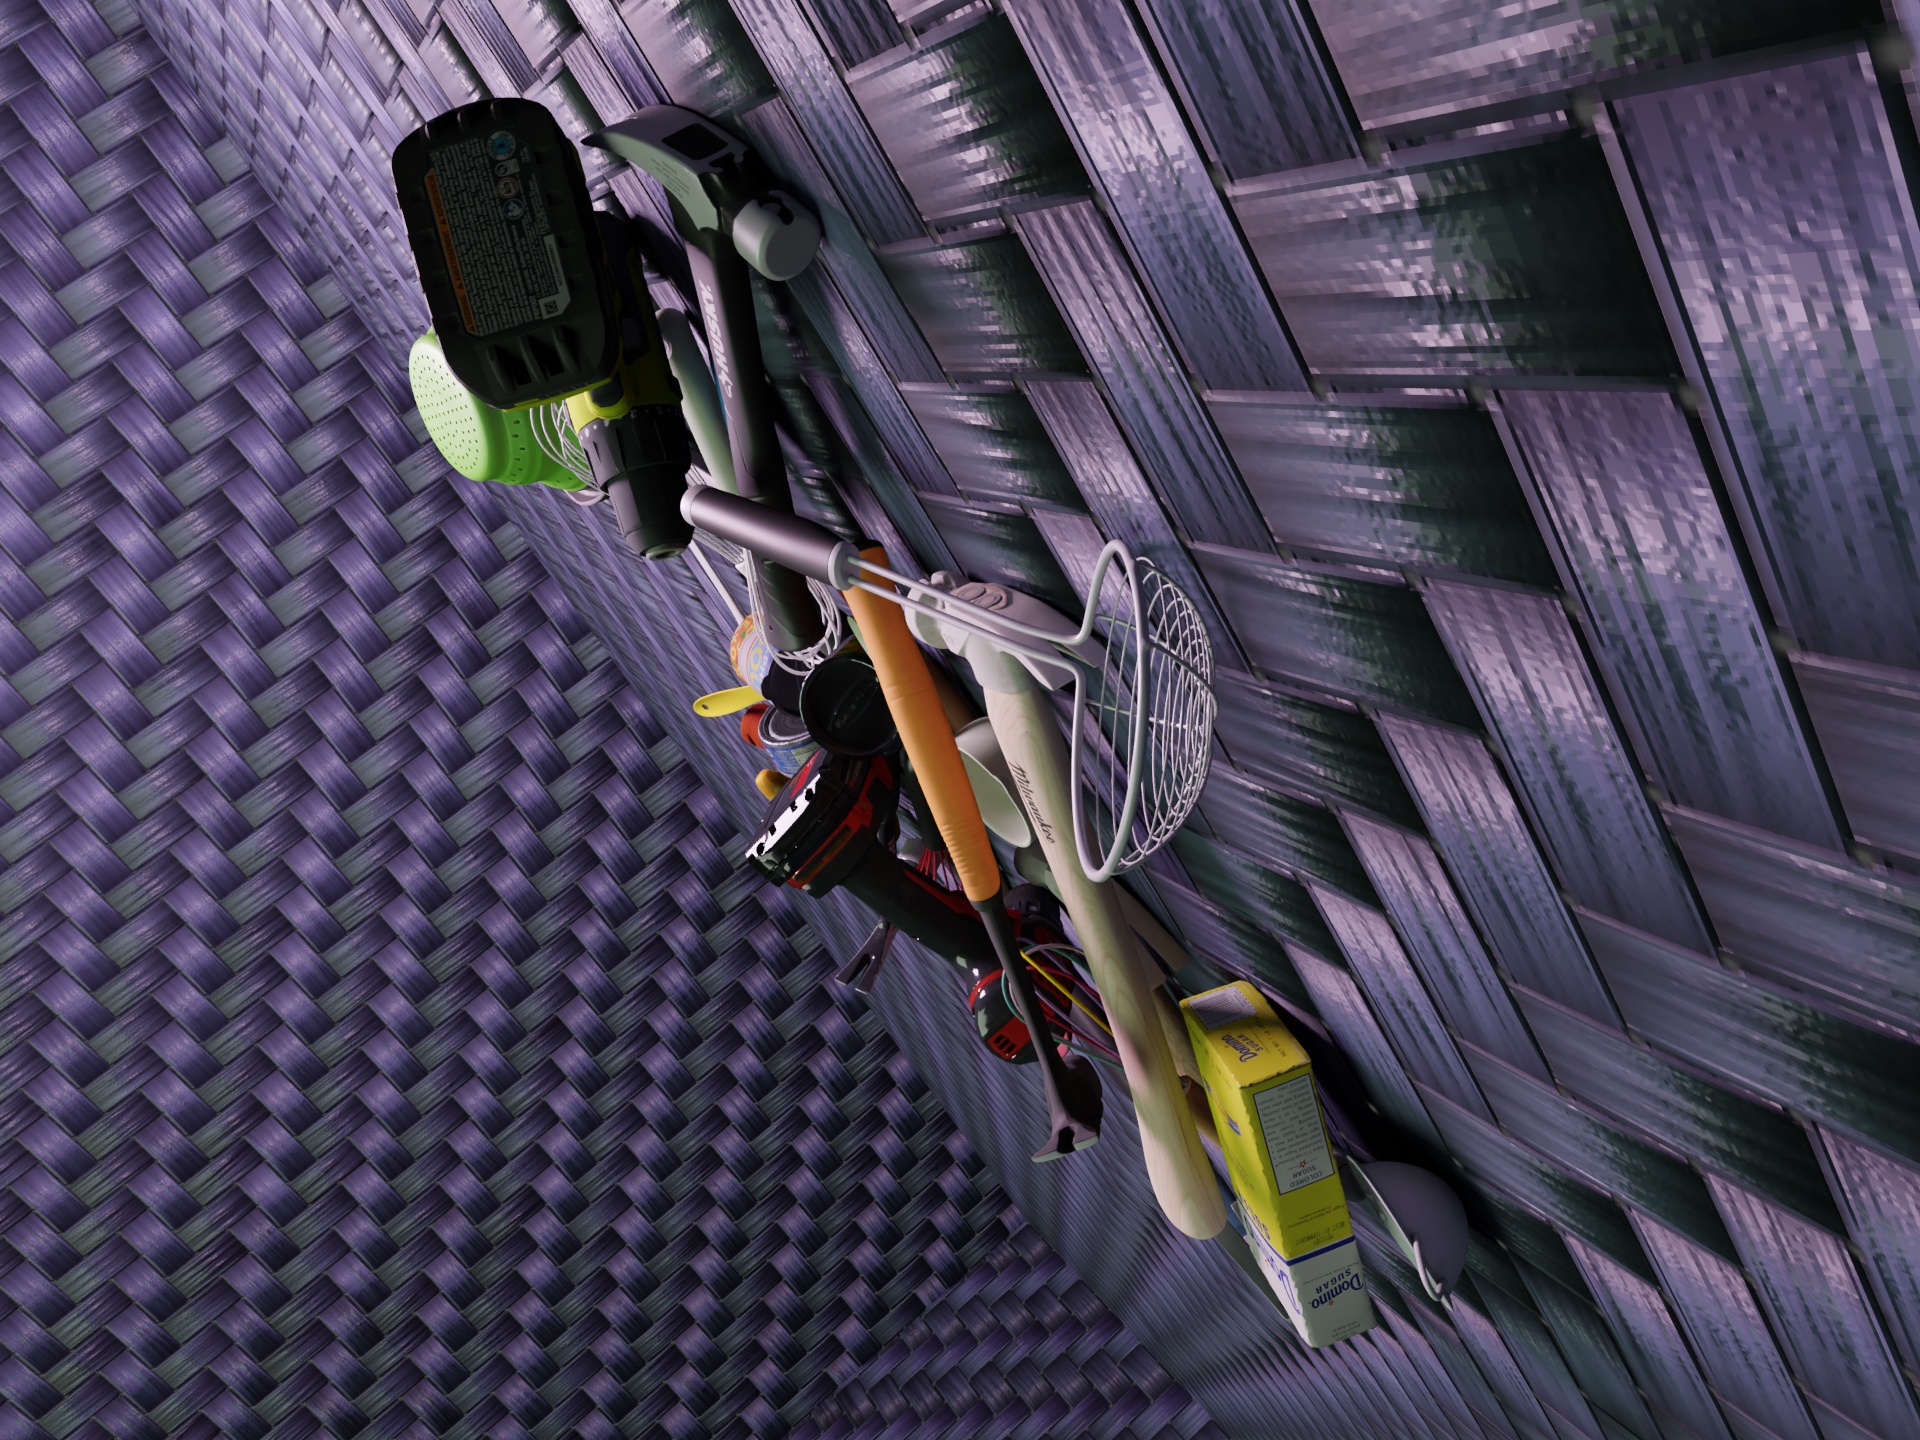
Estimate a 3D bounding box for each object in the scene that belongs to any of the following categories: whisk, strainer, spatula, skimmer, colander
[{"bbox_3d":[-0.016,0.101,1.220,0.073,0.073,0.295,45,160,29],"label":"whisk"},{"bbox_3d":[-0.131,-0.135,0.970,0.058,0.059,0.246,11,131,47],"label":"whisk"},{"bbox_3d":[0.114,0.208,0.941,0.244,0.051,0.047,42,146,-15],"label":"whisk"},{"bbox_3d":[0.216,0.249,0.858,0.087,0.050,0.258,57,173,-4],"label":"strainer"},{"bbox_3d":[-0.054,-0.083,0.925,0.317,0.044,0.082,51,167,-17],"label":"spatula"},{"bbox_3d":[-0.032,-0.047,0.679,0.364,0.090,0.127,26,119,41],"label":"skimmer"},{"bbox_3d":[-0.285,-0.204,1.136,0.397,0.094,0.204,35,141,33],"label":"colander"},{"bbox_3d":[-0.154,-0.124,1.020,0.284,0.070,0.070,42,172,-24],"label":"whisk"}]

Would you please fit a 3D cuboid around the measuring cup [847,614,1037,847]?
[{"bbox_3d":[-0.001,-0.003,0.914,0.167,0.038,0.083,52,162,2],"label":"measuring cup"}]

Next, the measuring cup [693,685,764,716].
[{"bbox_3d":[-0.171,-0.029,1.320,0.156,0.029,0.062,-14,122,46],"label":"measuring cup"}]

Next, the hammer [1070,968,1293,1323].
[{"bbox_3d":[0.133,0.265,1.106,0.331,0.033,0.128,52,178,34],"label":"hammer"}]

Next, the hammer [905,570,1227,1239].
[{"bbox_3d":[0.080,0.119,0.823,0.146,0.038,0.410,31,146,59],"label":"hammer"}]

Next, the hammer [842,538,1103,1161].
[{"bbox_3d":[0.001,0.063,0.837,0.127,0.034,0.337,0,-112,-84],"label":"hammer"}]

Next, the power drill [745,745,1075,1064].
[{"bbox_3d":[-0.017,0.106,1.030,0.226,0.080,0.188,40,-163,-9],"label":"power drill"}]

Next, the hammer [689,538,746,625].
[{"bbox_3d":[-0.183,-0.082,1.343,0.144,0.035,0.405,33,158,54],"label":"hammer"}]

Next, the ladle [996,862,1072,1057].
[{"bbox_3d":[0.048,0.185,1.295,0.069,0.031,0.315,39,160,37],"label":"ladle"}]

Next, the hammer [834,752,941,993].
[{"bbox_3d":[-0.060,0.075,1.194,0.036,0.149,0.408,21,152,12],"label":"hammer"}]

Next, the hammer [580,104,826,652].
[{"bbox_3d":[-0.108,-0.150,0.803,0.146,0.035,0.334,44,157,28],"label":"hammer"}]

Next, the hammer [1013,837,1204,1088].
[{"bbox_3d":[0.147,0.214,1.017,0.331,0.031,0.130,57,167,-24],"label":"hammer"}]

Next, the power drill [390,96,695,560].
[{"bbox_3d":[-0.192,-0.188,0.802,0.228,0.080,0.190,56,-163,-85],"label":"power drill"}]
